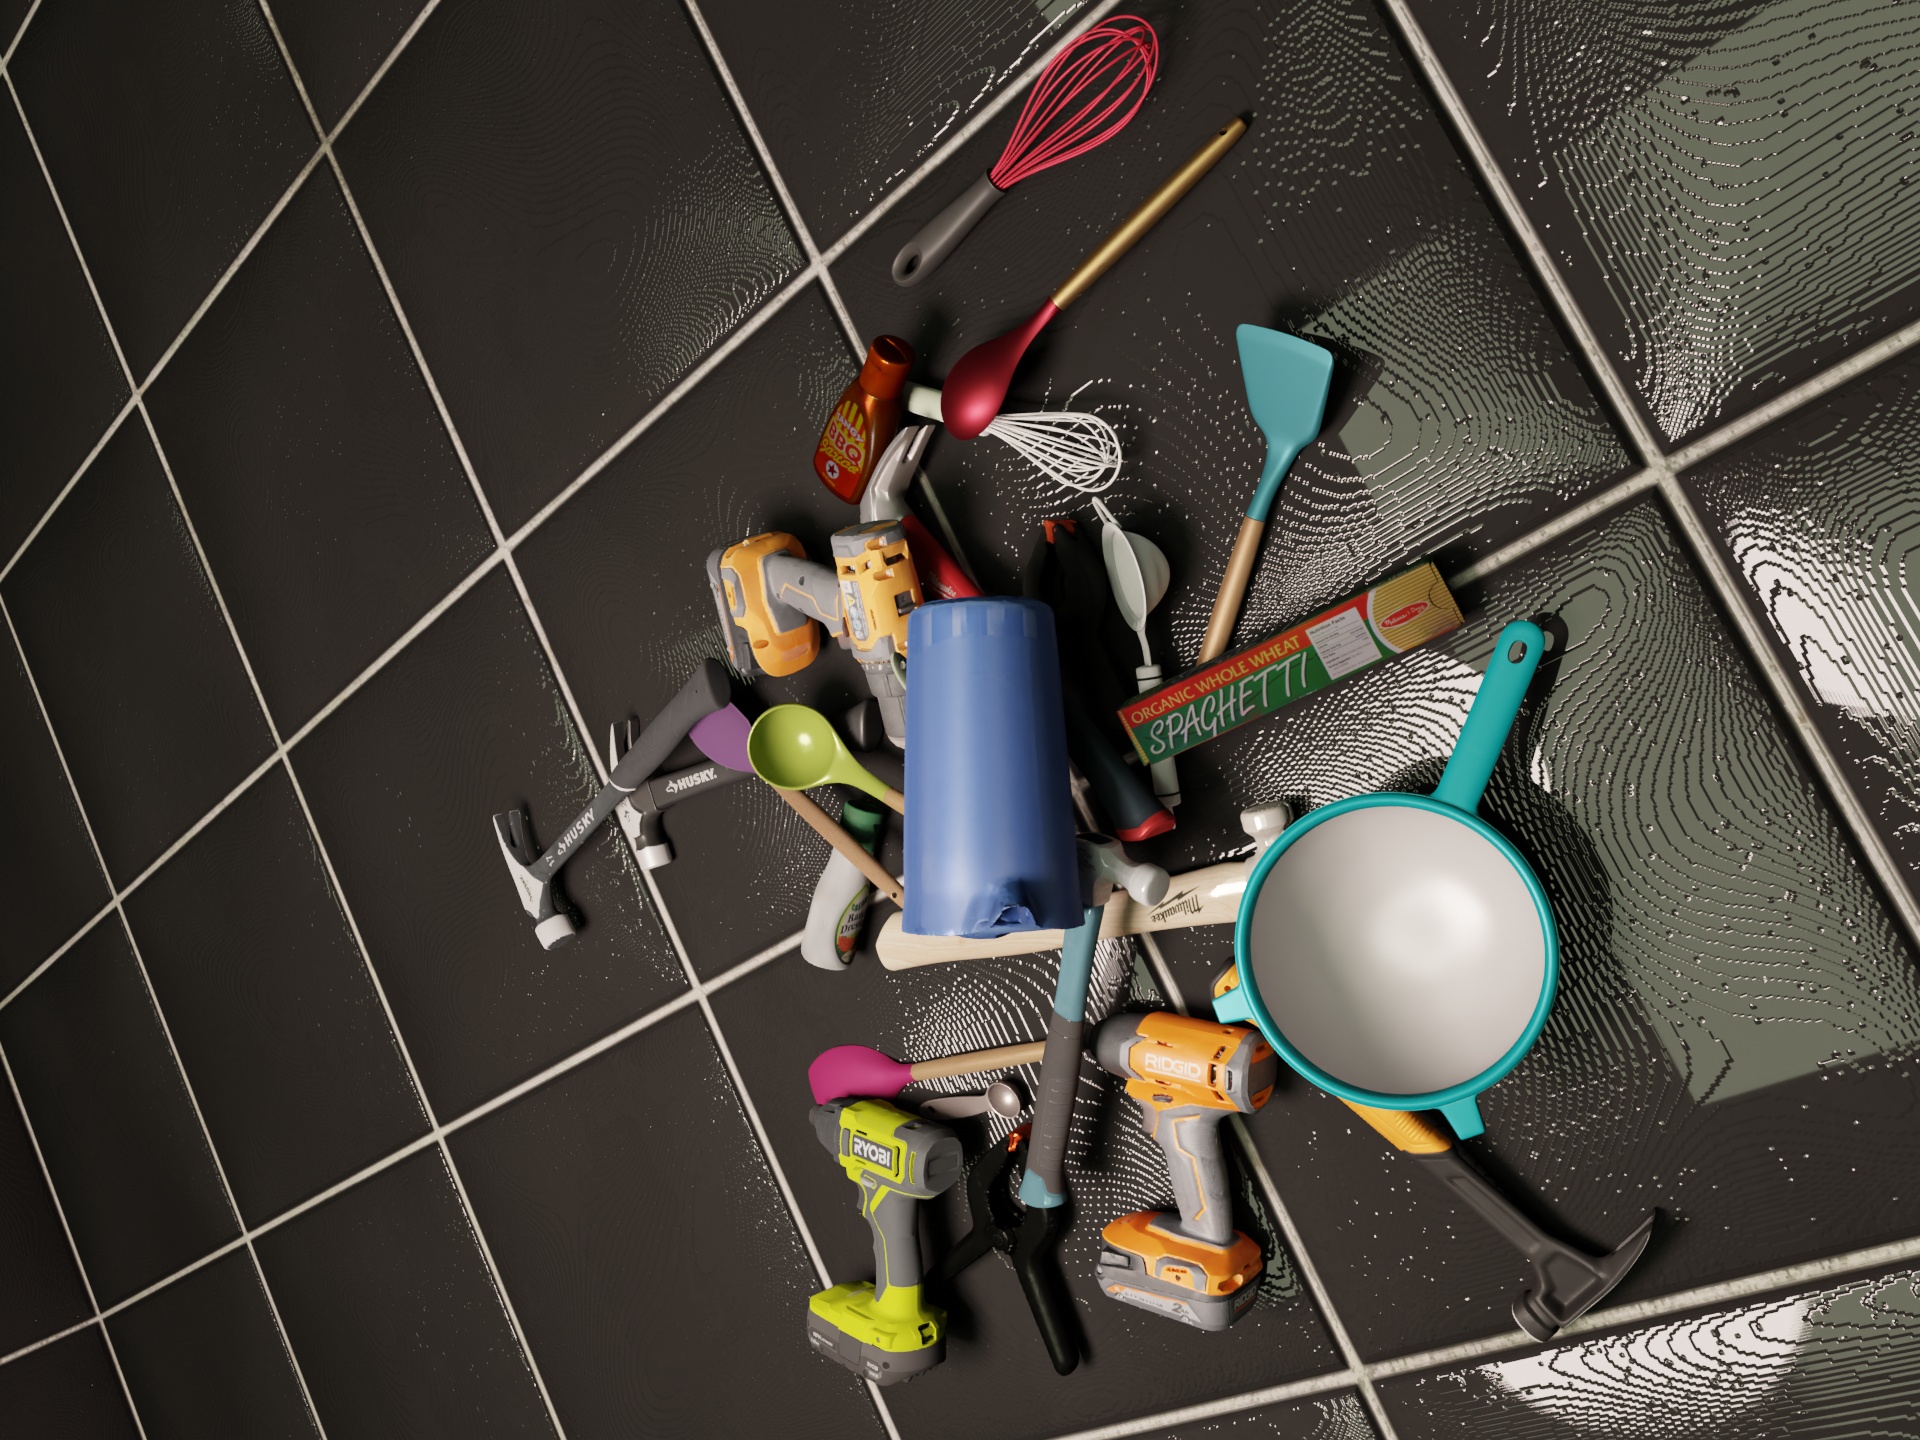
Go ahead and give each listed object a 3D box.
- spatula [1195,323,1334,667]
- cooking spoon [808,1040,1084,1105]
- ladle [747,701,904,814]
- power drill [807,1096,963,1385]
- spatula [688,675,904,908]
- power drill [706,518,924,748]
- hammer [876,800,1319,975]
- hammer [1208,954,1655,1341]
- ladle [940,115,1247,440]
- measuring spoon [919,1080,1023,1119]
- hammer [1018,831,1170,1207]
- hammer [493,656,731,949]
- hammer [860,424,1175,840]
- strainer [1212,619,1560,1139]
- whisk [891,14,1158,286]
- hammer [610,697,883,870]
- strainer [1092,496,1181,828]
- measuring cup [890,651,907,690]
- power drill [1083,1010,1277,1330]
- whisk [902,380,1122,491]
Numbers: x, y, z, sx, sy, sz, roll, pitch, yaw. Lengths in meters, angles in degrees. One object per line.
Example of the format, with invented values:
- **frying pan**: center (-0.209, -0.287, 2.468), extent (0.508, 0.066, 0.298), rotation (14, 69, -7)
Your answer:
- **spatula**: center (0.200, -0.124, 1.160), extent (0.082, 0.044, 0.317), rotation (30, 116, 36)
- **cooking spoon**: center (-0.021, 0.307, 1.404), extent (0.319, 0.017, 0.069), rotation (-19, 87, 37)
- **ladle**: center (-0.046, 0.075, 1.317), extent (0.320, 0.062, 0.078), rotation (29, 106, 26)
- **power drill**: center (-0.076, 0.453, 1.415), extent (0.171, 0.080, 0.223), rotation (6, 96, 46)
- **spatula**: center (-0.150, 0.066, 1.405), extent (0.316, 0.018, 0.059), rotation (39, 114, 28)
- **power drill**: center (-0.108, -0.073, 1.329), extent (0.226, 0.084, 0.185), rotation (7, 115, 48)
- **hammer**: center (0.099, 0.172, 1.287), extent (0.410, 0.038, 0.146), rotation (-15, 91, 36)
- **hammer**: center (0.318, 0.283, 1.129), extent (0.337, 0.034, 0.127), rotation (40, 119, 15)
- **ladle**: center (0.091, -0.328, 1.186), extent (0.315, 0.031, 0.069), rotation (-41, 54, 23)
- **measuring spoon**: center (0.010, 0.334, 1.394), extent (0.124, 0.018, 0.034), rotation (-20, 96, 42)
- **hammer**: center (0.084, 0.240, 1.236), extent (0.128, 0.033, 0.331), rotation (27, 119, 43)
- **hammer**: center (-0.335, 0.065, 1.531), extent (0.409, 0.036, 0.149), rotation (-43, 72, 37)
- **hammer**: center (0.043, -0.064, 1.239), extent (0.387, 0.038, 0.143), rotation (51, 133, 26)
- **strainer**: center (0.326, 0.095, 1.091), extent (0.211, 0.095, 0.340), rotation (23, 95, 22)
- **whisk**: center (0.041, -0.424, 1.214), extent (0.296, 0.073, 0.073), rotation (-33, 79, 41)
- **hammer**: center (-0.203, 0.035, 1.476), extent (0.335, 0.035, 0.146), rotation (-18, 88, 36)
- **strainer**: center (0.143, -0.045, 1.207), extent (0.050, 0.087, 0.258), rotation (-10, 95, -9)
- **measuring cup**: center (-0.002, -0.004, 1.261), extent (0.038, 0.167, 0.083), rotation (-4, 54, 30)
- **power drill**: center (0.161, 0.340, 1.248), extent (0.164, 0.084, 0.226), rotation (6, 98, 37)
- **whisk**: center (0.027, -0.235, 1.262), extent (0.246, 0.058, 0.059), rotation (25, 121, 34)
